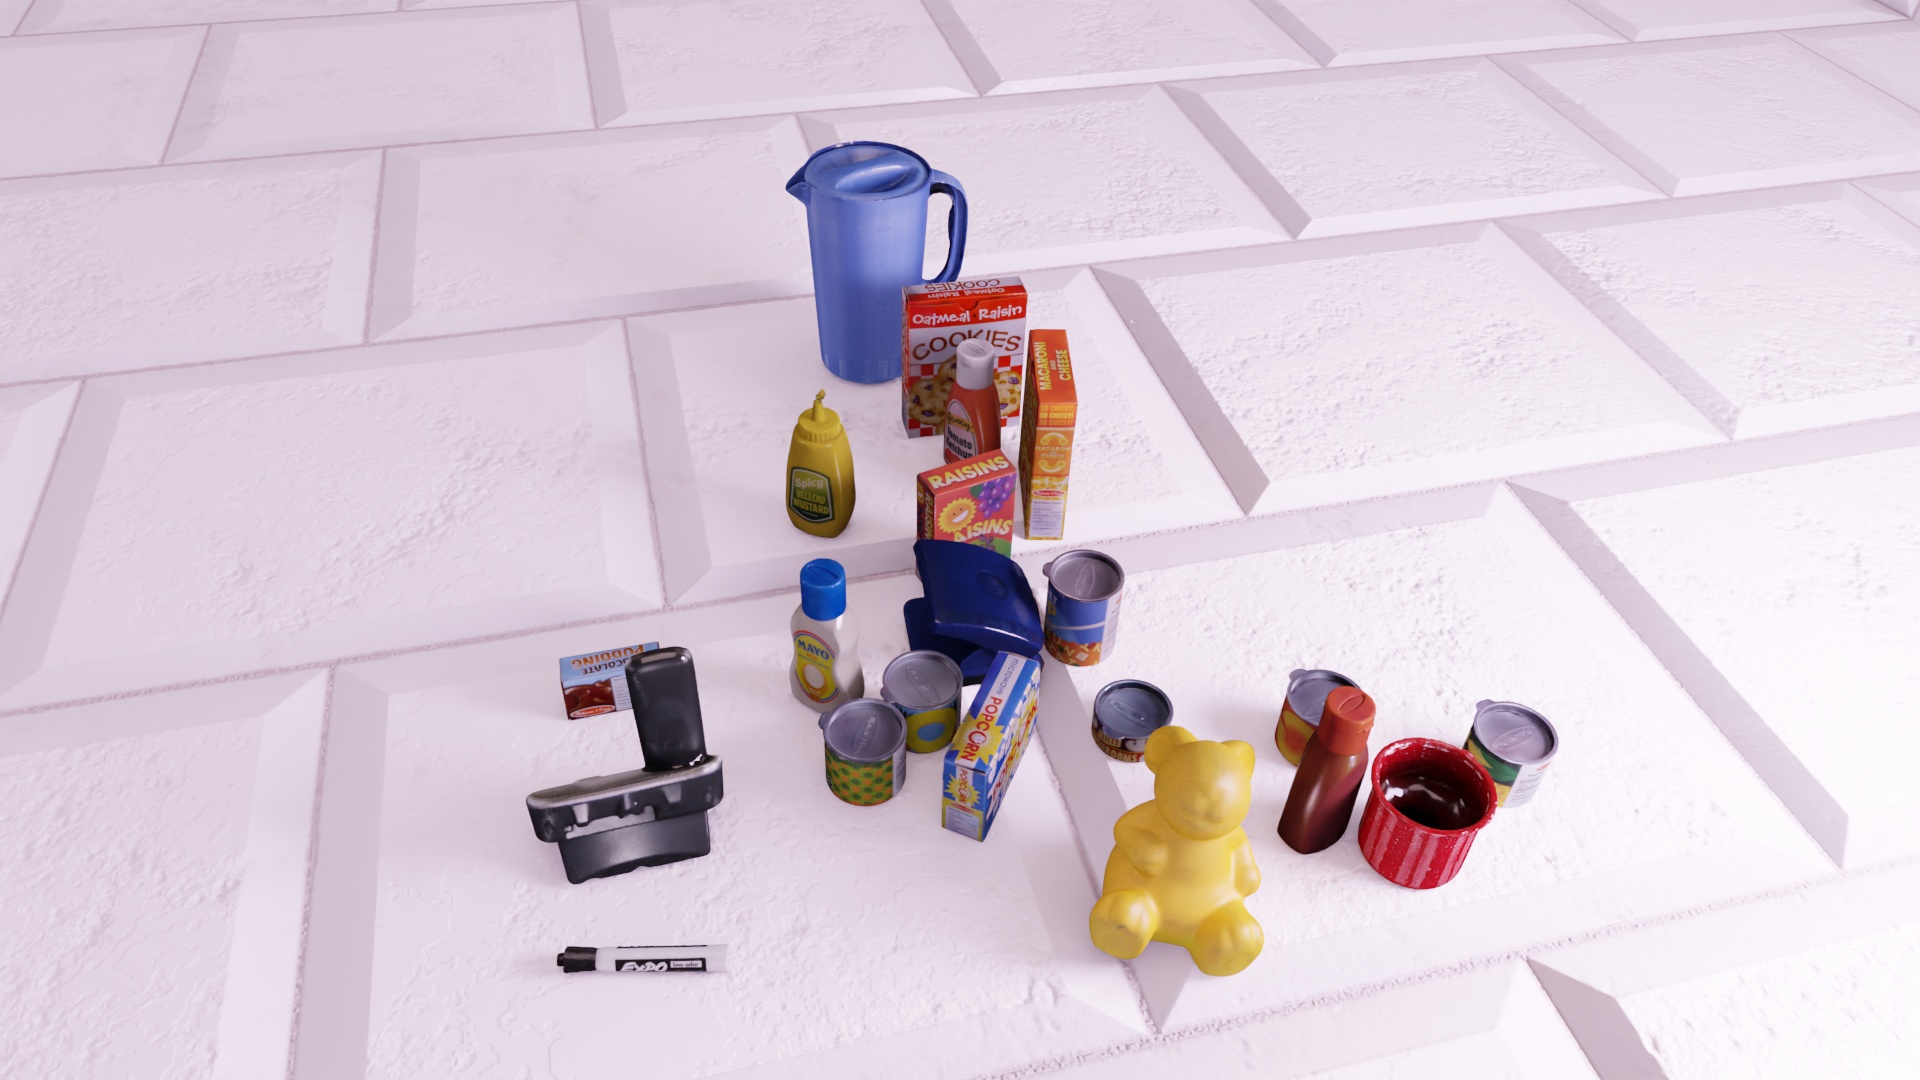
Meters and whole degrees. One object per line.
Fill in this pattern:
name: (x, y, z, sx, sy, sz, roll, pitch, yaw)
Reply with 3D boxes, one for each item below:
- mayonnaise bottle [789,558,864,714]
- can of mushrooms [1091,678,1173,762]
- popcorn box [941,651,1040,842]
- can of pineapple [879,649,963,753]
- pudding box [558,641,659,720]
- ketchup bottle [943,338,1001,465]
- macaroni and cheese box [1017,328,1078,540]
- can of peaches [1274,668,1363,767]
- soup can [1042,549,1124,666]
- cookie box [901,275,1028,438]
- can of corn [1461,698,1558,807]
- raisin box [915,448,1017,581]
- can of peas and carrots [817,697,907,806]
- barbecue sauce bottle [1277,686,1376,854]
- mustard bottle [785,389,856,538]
mayonnaise bottle: (-0.111, 0.080, 1.141, 0.065, 0.147, 0.041, 22, 45, 21)
can of mushrooms: (0.141, 0.151, 1.158, 0.071, 0.033, 0.071, 1, 42, -1)
popcorn box: (0.025, 0.161, 1.102, 0.038, 0.084, 0.127, 16, 43, 15)
can of pineapple: (-0.033, 0.134, 1.151, 0.071, 0.057, 0.071, 1, 42, -1)
pudding box: (-0.291, 0.117, 1.164, 0.084, 0.049, 0.030, -10, 43, -14)
ketchup bottle: (0.013, -0.130, 1.383, 0.044, 0.148, 0.065, -30, 51, -31)
macaroni and cheese box: (0.082, -0.101, 1.341, 0.040, 0.165, 0.124, 0, 42, -3)
can of peaches: (0.296, 0.148, 1.150, 0.071, 0.057, 0.071, 1, 42, -1)
soup can: (0.105, 0.059, 1.222, 0.071, 0.083, 0.072, 1, 42, -1)
cookie box: (0.003, -0.187, 1.433, 0.123, 0.166, 0.040, -8, 42, -11)
can of corn: (0.441, 0.172, 1.129, 0.071, 0.058, 0.071, 1, 42, -1)
raisin box: (0.005, -0.016, 1.273, 0.086, 0.122, 0.040, -17, 45, -21)
can of peas and carrots: (-0.078, 0.169, 1.109, 0.071, 0.058, 0.071, 1, 42, -1)
barbecue sauce bottle: (0.281, 0.173, 1.053, 0.065, 0.147, 0.044, -27, 49, -29)
mustard bottle: (-0.133, -0.075, 1.306, 0.065, 0.159, 0.049, 14, 43, 13)
